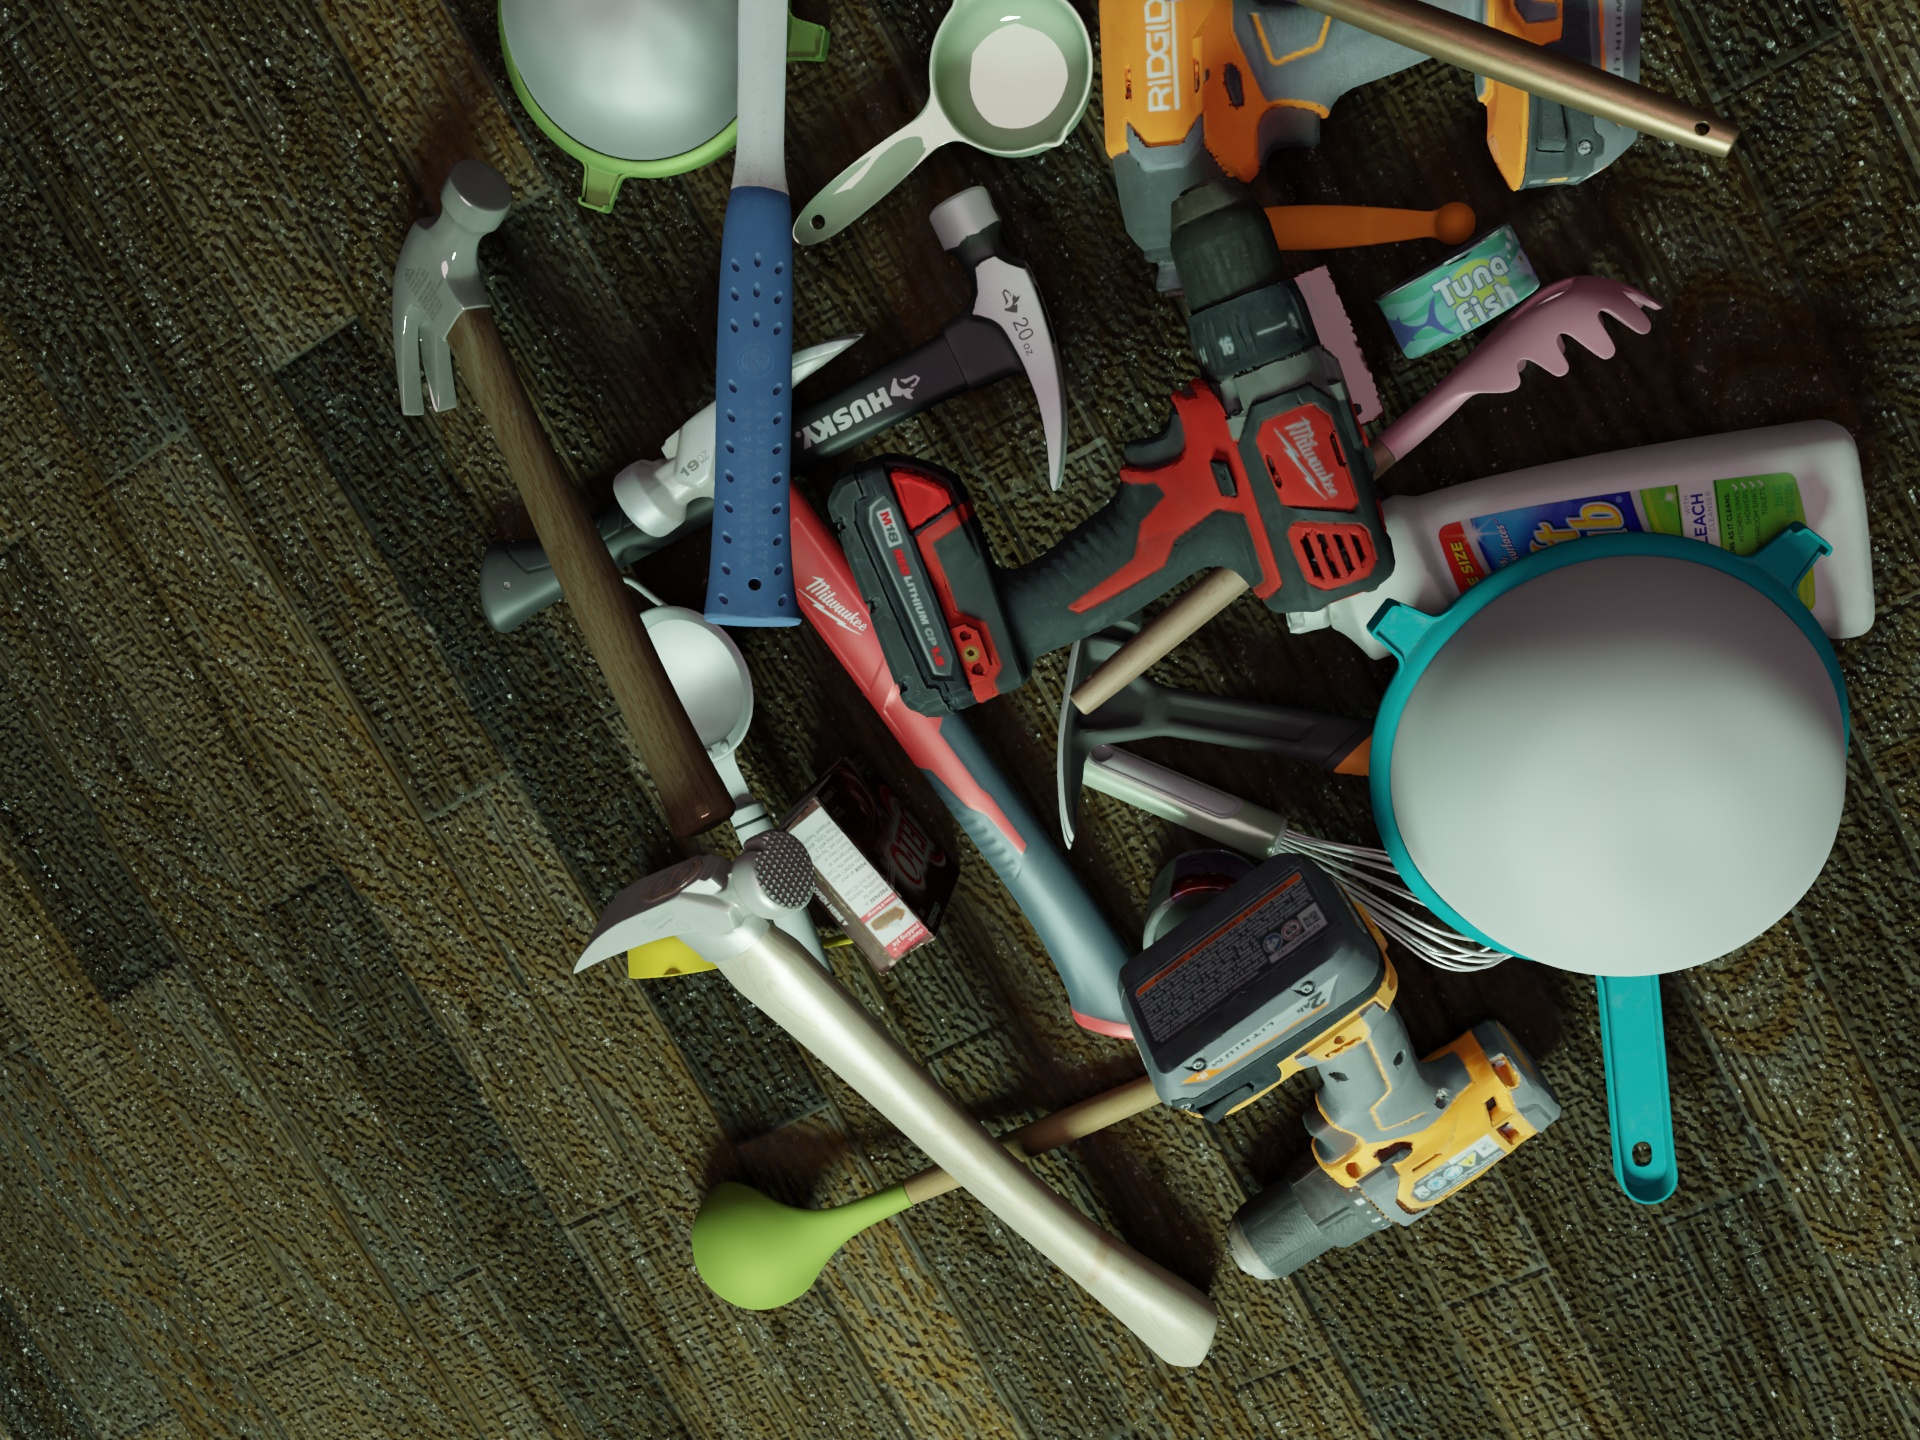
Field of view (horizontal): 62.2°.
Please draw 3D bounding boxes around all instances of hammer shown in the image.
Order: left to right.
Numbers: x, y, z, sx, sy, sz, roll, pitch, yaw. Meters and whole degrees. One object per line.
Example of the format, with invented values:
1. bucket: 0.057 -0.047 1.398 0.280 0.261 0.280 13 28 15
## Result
1. hammer: -0.195 -0.095 0.774 0.130 0.031 0.331 -35 79 46
2. hammer: -0.095 -0.245 0.707 0.144 0.035 0.405 1 88 -14
3. hammer: -0.102 -0.125 0.810 0.335 0.035 0.146 -25 97 14
4. hammer: -0.011 0.212 0.804 0.146 0.038 0.410 -24 120 37
5. hammer: -0.001 -0.003 0.795 0.143 0.038 0.386 -33 102 16
6. hammer: 0.215 0.023 0.773 0.337 0.034 0.127 9 73 4

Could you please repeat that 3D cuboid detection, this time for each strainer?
1. strainer: -0.187 -0.384 0.748 0.151 0.069 0.256 -29 98 14
2. strainer: -0.114 0.042 0.831 0.087 0.050 0.258 -22 90 31
3. strainer: 0.304 0.091 0.705 0.211 0.095 0.340 -10 108 7

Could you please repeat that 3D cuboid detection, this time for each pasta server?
1. pasta server: 0.180 -0.102 0.738 0.316 0.060 0.040 -40 101 8

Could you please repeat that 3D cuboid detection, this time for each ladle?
1. ladle: -0.004 0.244 0.879 0.320 0.062 0.078 -25 102 7

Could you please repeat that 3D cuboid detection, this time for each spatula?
1. spatula: 0.166 -0.298 0.656 0.316 0.018 0.059 27 109 12

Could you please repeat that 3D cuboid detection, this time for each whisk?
1. whisk: 0.167 0.063 0.803 0.246 0.058 0.059 23 135 8

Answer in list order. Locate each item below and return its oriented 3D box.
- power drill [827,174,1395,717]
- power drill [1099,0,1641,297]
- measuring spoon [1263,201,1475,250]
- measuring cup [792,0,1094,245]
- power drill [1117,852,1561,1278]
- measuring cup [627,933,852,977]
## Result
1. power drill: 0.060 -0.113 0.695 0.226 0.080 0.188 -19 98 7
2. power drill: 0.176 -0.279 0.709 0.226 0.084 0.164 0 102 14
3. measuring spoon: 0.183 -0.233 0.751 0.117 0.011 0.021 1 103 9
4. measuring cup: -0.010 -0.280 0.760 0.167 0.038 0.083 -33 95 16
5. power drill: 0.168 0.183 0.775 0.185 0.084 0.226 -39 125 14
6. measuring cup: -0.104 0.114 0.862 0.156 0.062 0.029 -10 87 0
